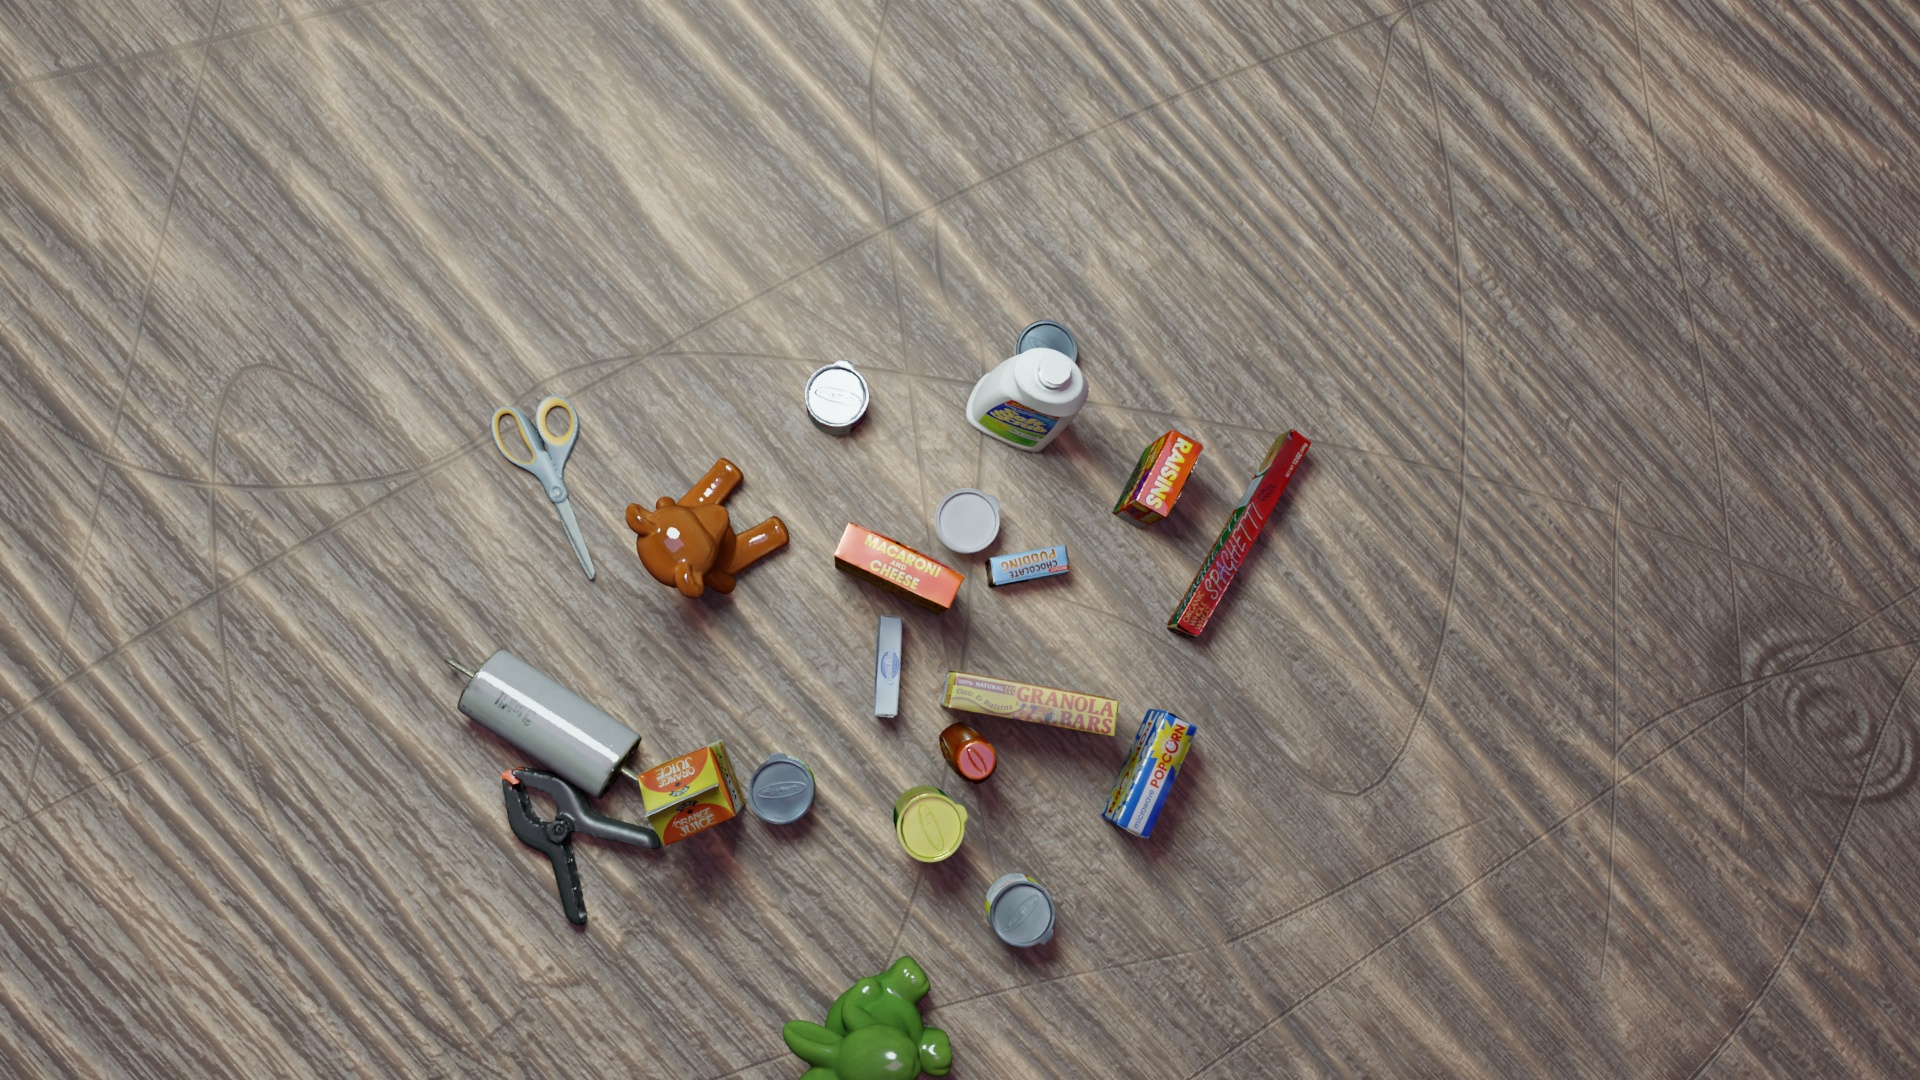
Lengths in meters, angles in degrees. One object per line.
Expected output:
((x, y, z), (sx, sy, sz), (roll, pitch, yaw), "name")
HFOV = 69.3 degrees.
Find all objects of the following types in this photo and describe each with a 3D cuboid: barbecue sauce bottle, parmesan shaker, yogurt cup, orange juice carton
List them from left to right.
((-0.258, 0.242, 1.340), (0.072, 0.192, 0.073), (-22, 87, -6), "orange juice carton")
((-0.030, 0.283, 1.400), (0.071, 0.103, 0.071), (0, 84, -5), "parmesan shaker")
((0.005, -0.018, 1.460), (0.072, 0.054, 0.072), (0, 84, -5), "yogurt cup")
((0.010, 0.215, 1.388), (0.044, 0.148, 0.065), (-34, 88, -7), "barbecue sauce bottle")

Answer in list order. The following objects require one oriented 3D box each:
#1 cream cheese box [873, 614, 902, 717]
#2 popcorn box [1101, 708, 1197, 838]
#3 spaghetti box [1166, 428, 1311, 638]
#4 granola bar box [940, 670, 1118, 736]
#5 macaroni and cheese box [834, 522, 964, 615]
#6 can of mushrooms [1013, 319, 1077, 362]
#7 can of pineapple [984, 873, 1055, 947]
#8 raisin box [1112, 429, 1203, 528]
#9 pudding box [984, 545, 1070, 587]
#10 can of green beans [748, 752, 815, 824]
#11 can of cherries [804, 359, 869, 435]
((-0.075, 0.130, 1.438), (0.024, 0.053, 0.104), (3, 84, -5), "cream cheese box")
((0.193, 0.239, 1.434), (0.038, 0.085, 0.127), (26, 83, -2), "popcorn box")
((0.297, -0.005, 1.486), (0.029, 0.050, 0.250), (32, 82, -1), "spaghetti box")
((0.067, 0.164, 1.411), (0.166, 0.124, 0.039), (10, 84, -4), "granola bar box")
((-0.064, 0.030, 1.393), (0.124, 0.166, 0.040), (25, 83, -2), "macaroni and cheese box")
((0.089, -0.200, 1.497), (0.071, 0.033, 0.071), (1, 84, -5), "can of mushrooms")
((0.061, 0.379, 1.421), (0.071, 0.058, 0.071), (0, 84, -5), "can of pineapple")
((0.204, -0.062, 1.447), (0.040, 0.123, 0.086), (29, 83, -2), "raisin box")
((0.070, 0.028, 1.463), (0.084, 0.049, 0.030), (-10, 85, -6), "pudding box")
((-0.181, 0.252, 1.413), (0.071, 0.057, 0.071), (0, 84, -5), "can of green beans")
((-0.129, -0.150, 1.460), (0.071, 0.058, 0.071), (0, 84, -5), "can of cherries")
